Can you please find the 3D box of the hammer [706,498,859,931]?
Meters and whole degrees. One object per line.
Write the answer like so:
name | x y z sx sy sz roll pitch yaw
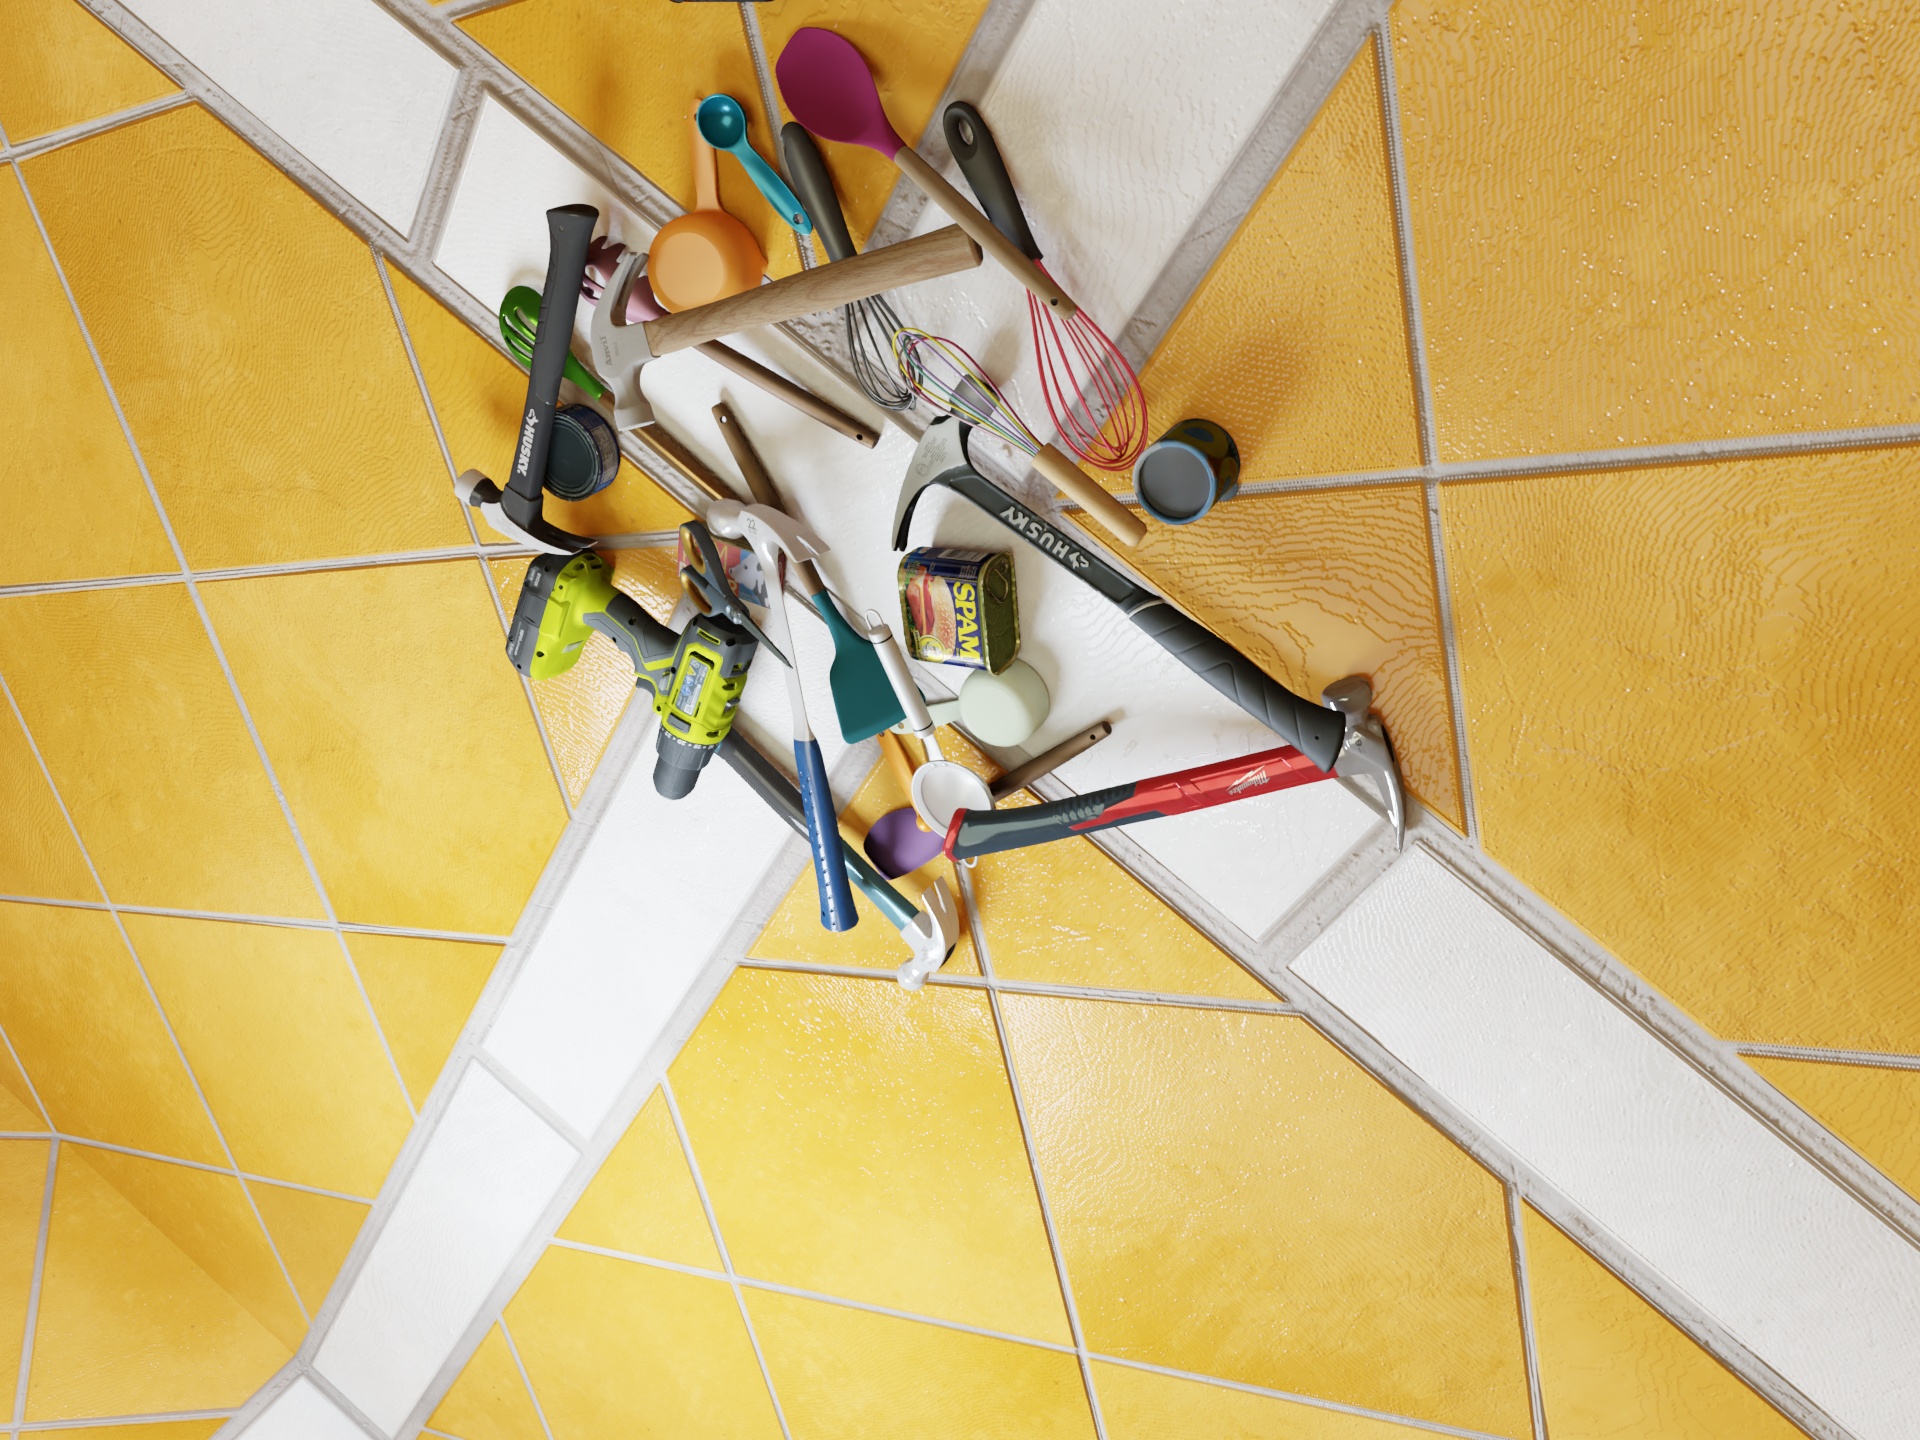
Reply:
hammer | -0.138 0.007 1.411 0.144 0.035 0.405 19 126 49

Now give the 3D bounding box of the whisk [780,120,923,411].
whisk | -0.087 -0.354 1.250 0.055 0.055 0.239 -16 102 35

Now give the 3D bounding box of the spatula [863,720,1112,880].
spatula | 0.018 0.070 1.433 0.316 0.018 0.060 -31 95 38

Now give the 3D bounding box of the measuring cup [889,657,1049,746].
measuring cup | -0.002 -0.004 1.390 0.167 0.038 0.083 -14 108 32

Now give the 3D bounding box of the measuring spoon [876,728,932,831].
measuring spoon | -0.054 0.050 1.458 0.021 0.011 0.117 -23 94 39

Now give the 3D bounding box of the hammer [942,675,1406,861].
hammer | 0.165 0.077 1.304 0.386 0.038 0.143 -15 109 25

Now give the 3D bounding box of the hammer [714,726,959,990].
hammer | -0.131 0.114 1.523 0.331 0.033 0.128 43 135 6

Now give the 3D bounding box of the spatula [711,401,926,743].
spatula | -0.137 -0.135 1.394 0.082 0.044 0.317 -27 99 7

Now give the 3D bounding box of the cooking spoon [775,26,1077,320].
cooking spoon | -0.027 -0.400 1.169 0.319 0.017 0.068 47 114 15

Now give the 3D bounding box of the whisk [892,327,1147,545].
whisk | 0.043 -0.215 1.204 0.245 0.051 0.047 41 119 5

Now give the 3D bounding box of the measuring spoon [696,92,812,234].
measuring spoon | -0.158 -0.441 1.263 0.042 0.021 0.128 -31 107 32

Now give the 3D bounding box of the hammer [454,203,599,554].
hammer | -0.360 -0.295 1.393 0.146 0.035 0.334 34 128 13

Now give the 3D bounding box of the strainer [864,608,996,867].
strainer | -0.026 0.012 1.373 0.087 0.050 0.258 -3 124 35

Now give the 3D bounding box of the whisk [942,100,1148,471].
whisk | 0.059 -0.320 1.177 0.073 0.073 0.296 -23 96 36

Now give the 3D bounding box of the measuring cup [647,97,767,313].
measuring cup | -0.212 -0.407 1.278 0.095 0.052 0.173 4 113 14

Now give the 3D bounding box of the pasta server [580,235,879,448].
pasta server | -0.202 -0.315 1.348 0.316 0.040 0.060 31 127 7

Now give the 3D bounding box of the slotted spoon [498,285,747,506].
slotted spoon | -0.299 -0.275 1.423 0.314 0.031 0.070 40 128 3

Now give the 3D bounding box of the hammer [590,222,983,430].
hammer | -0.141 -0.328 1.233 0.331 0.031 0.130 -11 100 19

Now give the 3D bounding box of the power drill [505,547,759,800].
power drill | -0.311 -0.048 1.501 0.228 0.080 0.190 30 114 15

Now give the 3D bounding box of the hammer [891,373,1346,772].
hammer | 0.123 -0.093 1.226 0.409 0.036 0.149 38 104 11
